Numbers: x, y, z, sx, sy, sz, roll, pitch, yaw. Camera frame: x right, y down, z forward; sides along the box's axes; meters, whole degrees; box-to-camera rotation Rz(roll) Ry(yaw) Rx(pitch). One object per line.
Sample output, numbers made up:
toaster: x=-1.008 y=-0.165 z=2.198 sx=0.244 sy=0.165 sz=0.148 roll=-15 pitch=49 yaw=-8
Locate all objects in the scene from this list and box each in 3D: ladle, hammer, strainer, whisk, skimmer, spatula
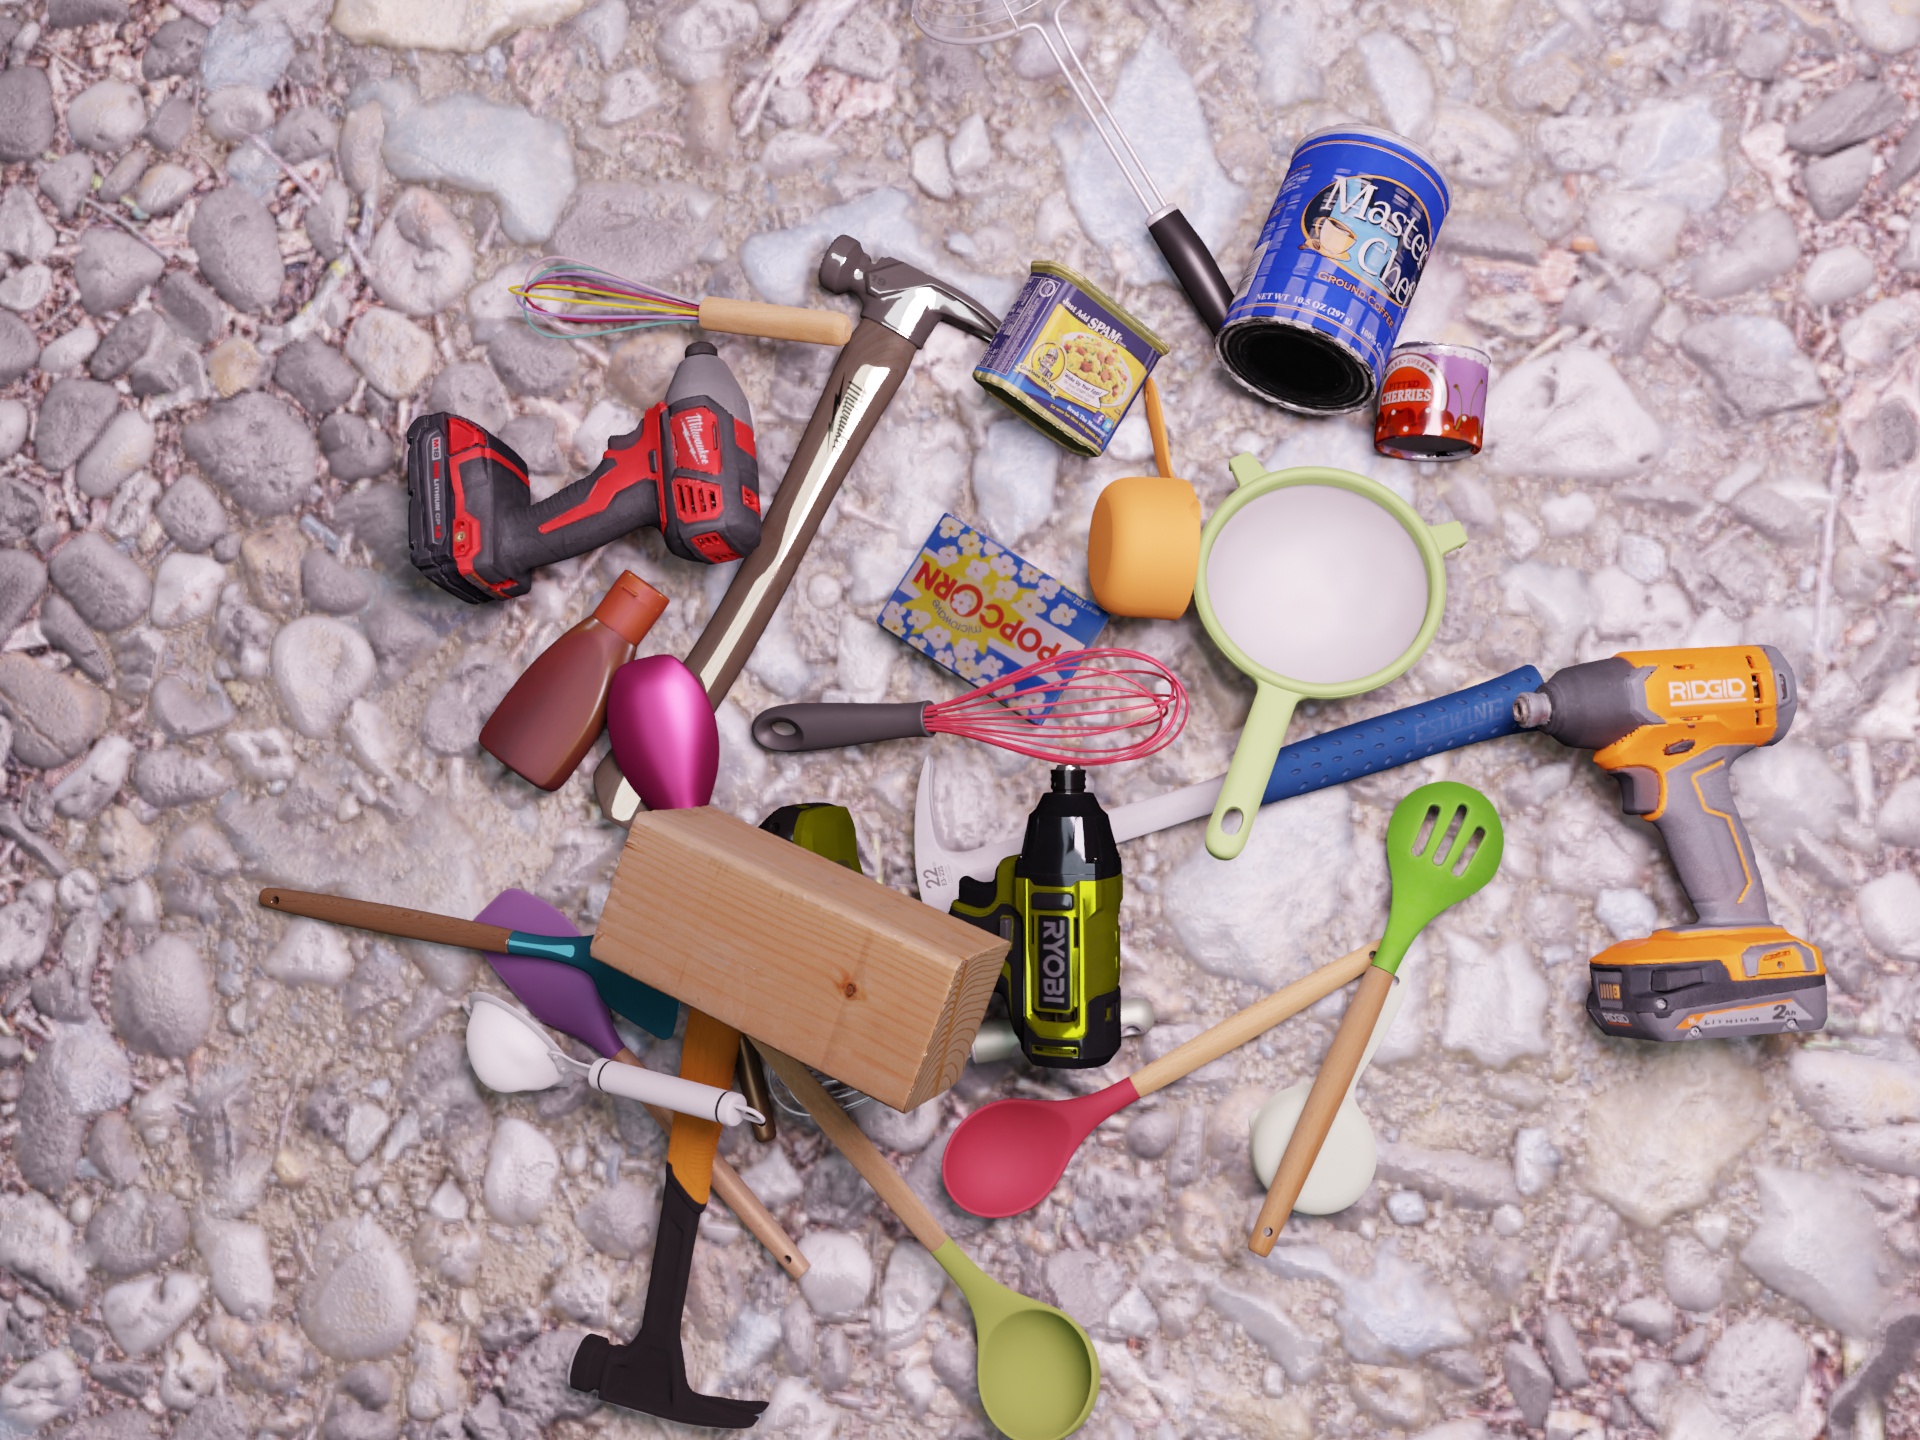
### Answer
ladle: x=-0.031 y=0.301 z=0.958 sx=0.078 sy=0.062 sz=0.320 roll=-39 pitch=93 yaw=6
hammer: x=-0.159 y=0.267 z=0.991 sx=0.127 sy=0.034 sz=0.337 roll=10 pitch=93 yaw=13
strainer: x=-0.226 y=0.216 z=0.973 sx=0.258 sy=0.086 sz=0.050 roll=6 pitch=44 yaw=29
hammer: x=0.164 y=0.039 z=0.996 sx=0.405 sy=0.035 sz=0.144 roll=-18 pitch=84 yaw=4
whisk: x=-0.002 y=-0.003 z=0.978 sx=0.296 sy=0.073 sz=0.073 roll=-4 pitch=85 yaw=26
skimmer: x=0.096 y=-0.376 z=1.043 sx=0.127 sy=0.090 sz=0.363 roll=-32 pitch=93 yaw=0
spatula: x=-0.204 y=0.234 z=1.028 sx=0.060 sy=0.018 sz=0.316 roll=-43 pitch=81 yaw=2
spatula: x=-0.317 y=0.137 z=1.025 sx=0.317 sy=0.044 sz=0.082 roll=8 pitch=87 yaw=12
whisk: x=0.000 y=0.205 z=0.996 sx=0.246 sy=0.057 sz=0.059 roll=-10 pitch=54 yaw=1
ladle: x=0.131 y=0.215 z=0.990 sx=0.315 sy=0.031 sz=0.069 roll=-29 pitch=87 yaw=1
whisk: x=-0.187 y=-0.266 z=1.037 sx=0.245 sy=0.047 sz=0.051 roll=11 pitch=84 yaw=17
strainer: x=0.197 y=-0.029 z=0.967 sx=0.151 sy=0.069 sz=0.256 roll=20 pitch=75 yaw=9
hammer: x=-0.112 y=-0.107 z=1.039 sx=0.146 sy=0.038 sz=0.410 roll=29 pitch=89 yaw=6

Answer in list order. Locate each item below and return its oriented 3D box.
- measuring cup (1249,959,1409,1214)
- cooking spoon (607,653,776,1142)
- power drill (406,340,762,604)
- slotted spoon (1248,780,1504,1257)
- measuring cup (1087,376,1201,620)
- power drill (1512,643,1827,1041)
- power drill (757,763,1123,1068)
measuring cup: x=0.236 y=0.223 z=0.971 sx=0.083 sy=0.038 sz=0.167 roll=26 pitch=91 yaw=8
cooking spoon: x=-0.162 y=0.114 z=1.015 sx=0.068 sy=0.017 sz=0.319 roll=-14 pitch=92 yaw=-3
power drill: x=-0.235 y=-0.158 z=1.015 sx=0.219 sy=0.078 sz=0.143 roll=-10 pitch=74 yaw=12
slotted spoon: x=0.245 y=0.175 z=0.955 sx=0.070 sy=0.031 sz=0.314 roll=25 pitch=80 yaw=12
measuring cup: x=0.107 y=-0.144 z=0.995 sx=0.052 sy=0.095 sz=0.174 roll=0 pitch=64 yaw=-11
power drill: x=0.413 y=0.070 z=0.934 sx=0.164 sy=0.084 sz=0.226 roll=-3 pitch=83 yaw=-8
power drill: x=-0.013 y=0.111 z=0.953 sx=0.223 sy=0.080 sz=0.171 roll=0 pitch=90 yaw=23
